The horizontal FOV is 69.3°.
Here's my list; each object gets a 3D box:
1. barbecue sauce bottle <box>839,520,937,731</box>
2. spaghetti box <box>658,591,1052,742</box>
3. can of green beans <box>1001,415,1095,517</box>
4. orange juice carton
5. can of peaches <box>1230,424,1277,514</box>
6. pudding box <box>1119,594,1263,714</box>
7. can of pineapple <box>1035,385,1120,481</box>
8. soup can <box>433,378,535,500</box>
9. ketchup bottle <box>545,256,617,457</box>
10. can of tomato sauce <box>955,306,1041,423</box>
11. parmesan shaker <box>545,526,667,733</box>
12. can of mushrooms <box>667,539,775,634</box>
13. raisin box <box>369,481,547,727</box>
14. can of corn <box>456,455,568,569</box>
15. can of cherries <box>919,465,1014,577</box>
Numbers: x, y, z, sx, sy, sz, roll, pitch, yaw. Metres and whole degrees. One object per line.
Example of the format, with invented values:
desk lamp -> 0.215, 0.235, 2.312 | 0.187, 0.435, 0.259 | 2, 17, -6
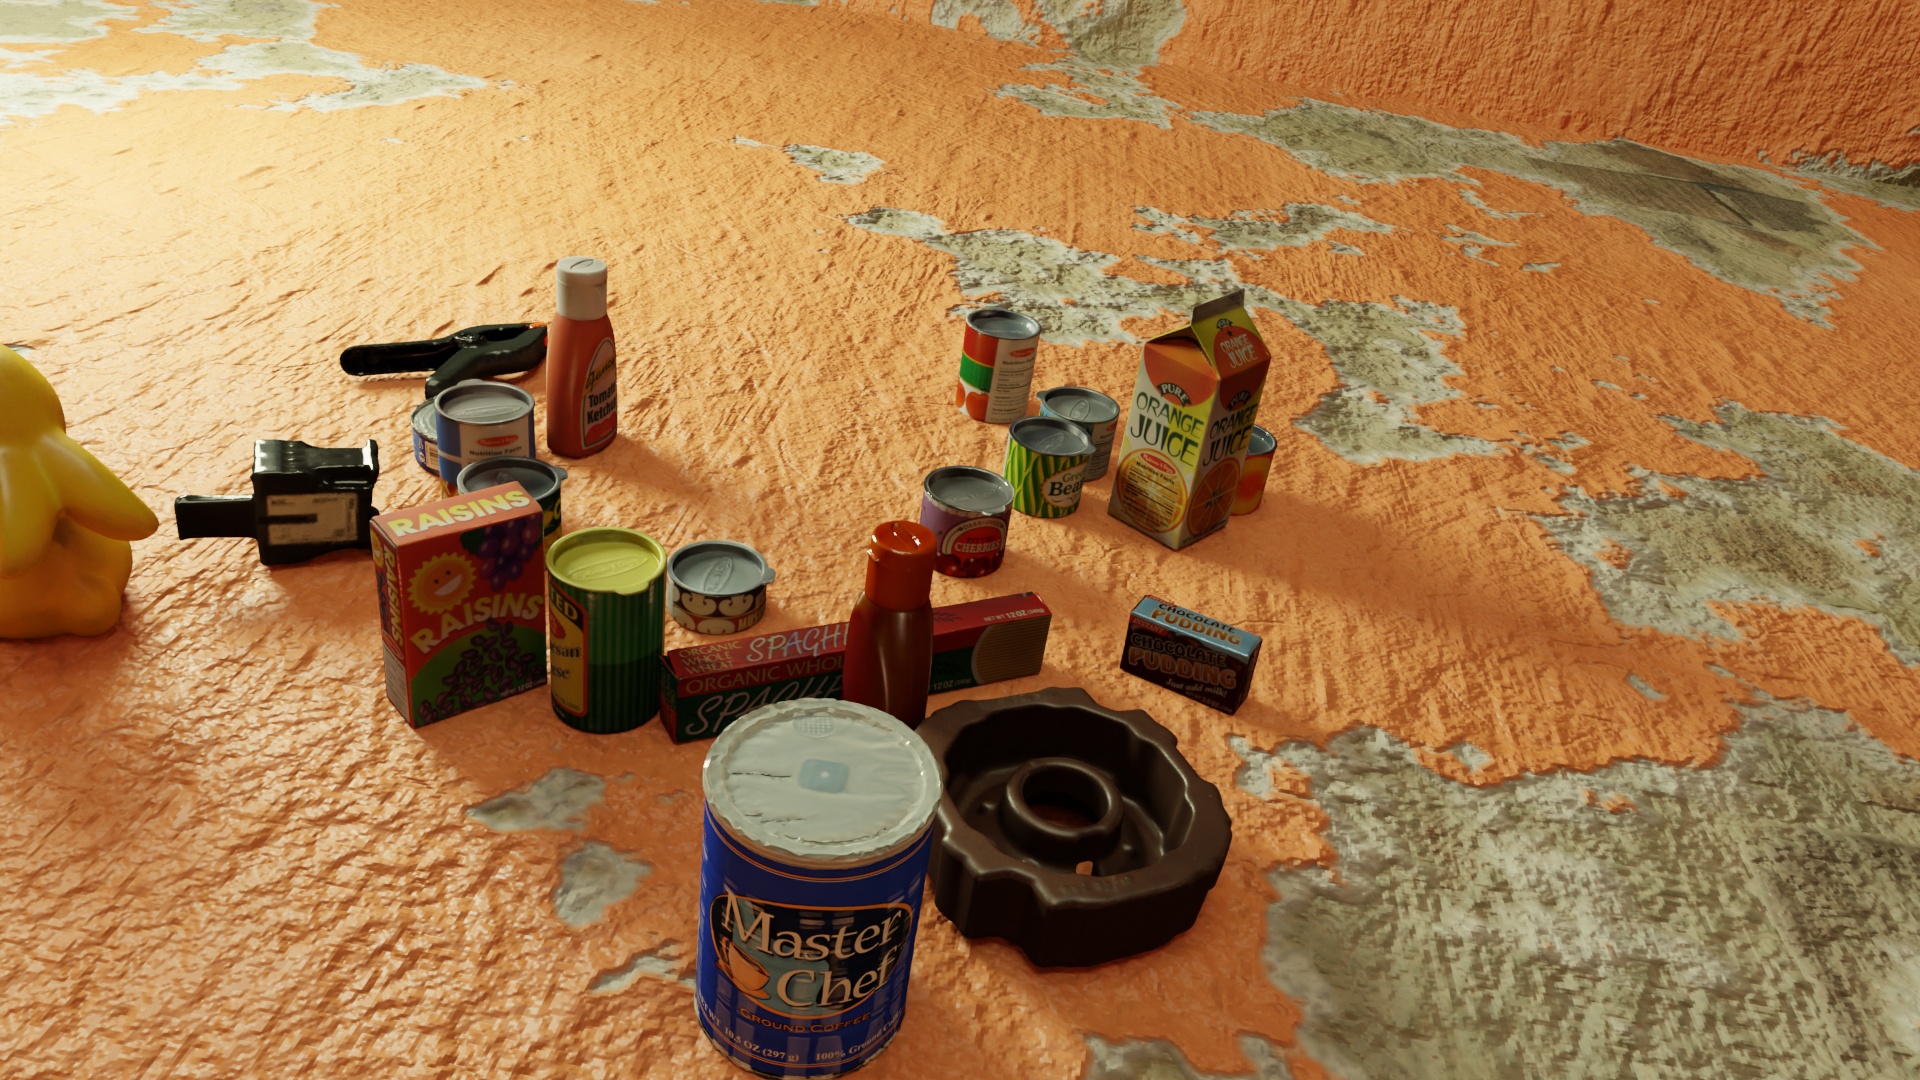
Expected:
barbecue sauce bottle -> -0.040, 0.060, 0.790 | 0.044, 0.147, 0.065 | -10, 35, -28
spaghetti box -> -0.060, 0.076, 0.855 | 0.251, 0.050, 0.029 | -8, 35, -26
can of green beans -> 0.067, -0.058, 1.101 | 0.071, 0.057, 0.071 | 6, 31, -4
orange juice carton -> 0.177, -0.097, 1.062 | 0.073, 0.191, 0.072 | 31, 37, 33
can of peaches -> 0.219, -0.061, 1.144 | 0.071, 0.057, 0.071 | 6, 31, -4
pudding box -> 0.151, 0.074, 0.912 | 0.084, 0.049, 0.030 | 22, 33, 21
can of pineapple -> 0.094, -0.090, 1.160 | 0.071, 0.057, 0.071 | 6, 31, -4
soup can -> -0.334, -0.062, 0.980 | 0.071, 0.083, 0.072 | 6, 31, -4
ketchup bottle -> -0.289, -0.141, 1.058 | 0.043, 0.148, 0.065 | 17, 32, 14
can of tomato sauce -> 0.031, -0.155, 1.227 | 0.071, 0.082, 0.071 | 6, 31, -4
parmesan shaker -> -0.203, 0.054, 0.803 | 0.071, 0.102, 0.071 | 6, 31, -4
can of mushrooms -> -0.159, 0.031, 0.919 | 0.071, 0.033, 0.071 | 6, 31, -4
raisin box -> -0.283, 0.036, 0.793 | 0.086, 0.122, 0.040 | -18, 40, -37
can of corn -> -0.301, -0.017, 0.938 | 0.071, 0.058, 0.071 | 6, 31, -4
can of cherries -> 0.004, -0.013, 1.009 | 0.071, 0.058, 0.072 | 6, 31, -4
